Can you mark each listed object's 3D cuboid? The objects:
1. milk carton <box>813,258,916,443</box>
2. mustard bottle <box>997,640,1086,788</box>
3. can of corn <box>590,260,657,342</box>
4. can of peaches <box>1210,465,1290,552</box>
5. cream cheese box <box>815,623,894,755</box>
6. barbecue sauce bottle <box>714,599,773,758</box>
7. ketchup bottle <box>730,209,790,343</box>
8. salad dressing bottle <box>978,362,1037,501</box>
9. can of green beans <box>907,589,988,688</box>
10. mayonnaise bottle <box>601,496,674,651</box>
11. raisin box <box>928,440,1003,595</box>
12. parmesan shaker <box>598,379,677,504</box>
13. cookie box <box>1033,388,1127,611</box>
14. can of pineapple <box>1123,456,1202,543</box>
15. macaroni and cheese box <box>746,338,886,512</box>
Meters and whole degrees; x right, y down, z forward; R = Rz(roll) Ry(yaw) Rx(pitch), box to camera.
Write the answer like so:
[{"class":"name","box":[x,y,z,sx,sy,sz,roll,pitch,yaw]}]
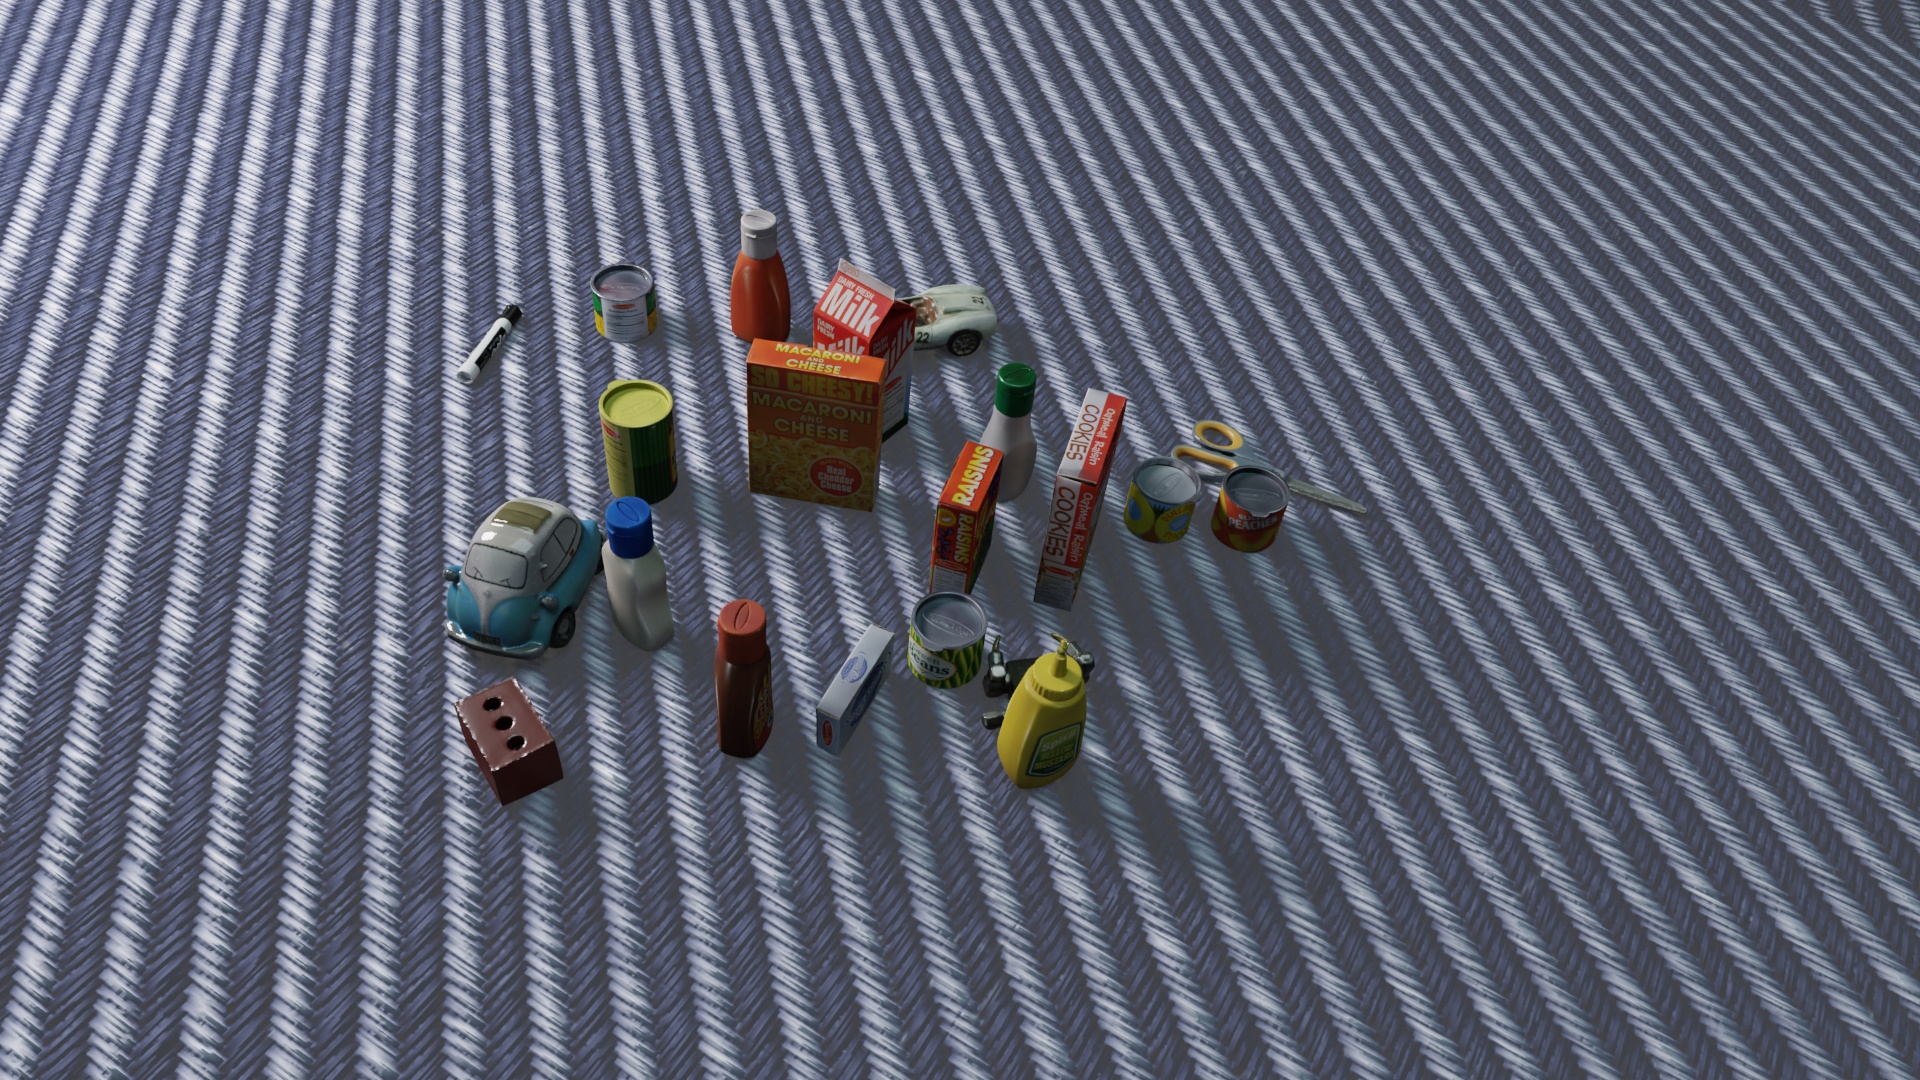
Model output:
[{"class":"milk carton","box":[-0.095,-0.183,1.360,0.072,0.189,0.074,32,51,22]},{"class":"mustard bottle","box":[0.069,0.135,1.101,0.065,0.159,0.049,-17,51,-22]},{"class":"can of corn","box":[-0.359,-0.256,1.487,0.071,0.058,0.071,4,46,-4]},{"class":"can of peaches","box":[0.282,-0.029,1.353,0.071,0.057,0.071,4,46,-4]},{"class":"cream cheese box","box":[-0.088,0.124,1.164,0.024,0.053,0.104,21,48,12]},{"class":"barbecue sauce bottle","box":[-0.172,0.107,1.104,0.044,0.147,0.065,10,46,3]},{"class":"ketchup bottle","box":[-0.211,-0.275,1.461,0.065,0.148,0.044,18,47,10]},{"class":"salad dressing bottle","box":[0.047,-0.103,1.332,0.064,0.146,0.044,-25,54,-27]},{"class":"can of green beans","box":[-0.012,0.086,1.207,0.071,0.057,0.071,4,46,-4]},{"class":"mayonnaise bottle","box":[-0.273,0.027,1.168,0.041,0.147,0.065,-33,58,-32]},{"class":"raisin box","box":[0.004,-0.016,1.261,0.040,0.122,0.086,17,47,9]},{"class":"parmesan shaker","box":[-0.303,-0.093,1.309,0.071,0.102,0.072,4,47,-4]},{"class":"cookie box","box":[0.109,-0.036,1.263,0.040,0.166,0.123,15,47,7]},{"class":"can of pineapple","box":[0.197,-0.038,1.351,0.071,0.057,0.071,4,46,-4]},{"class":"macaroni and cheese box","box":[-0.136,-0.106,1.299,0.124,0.165,0.040,9,46,2]}]
